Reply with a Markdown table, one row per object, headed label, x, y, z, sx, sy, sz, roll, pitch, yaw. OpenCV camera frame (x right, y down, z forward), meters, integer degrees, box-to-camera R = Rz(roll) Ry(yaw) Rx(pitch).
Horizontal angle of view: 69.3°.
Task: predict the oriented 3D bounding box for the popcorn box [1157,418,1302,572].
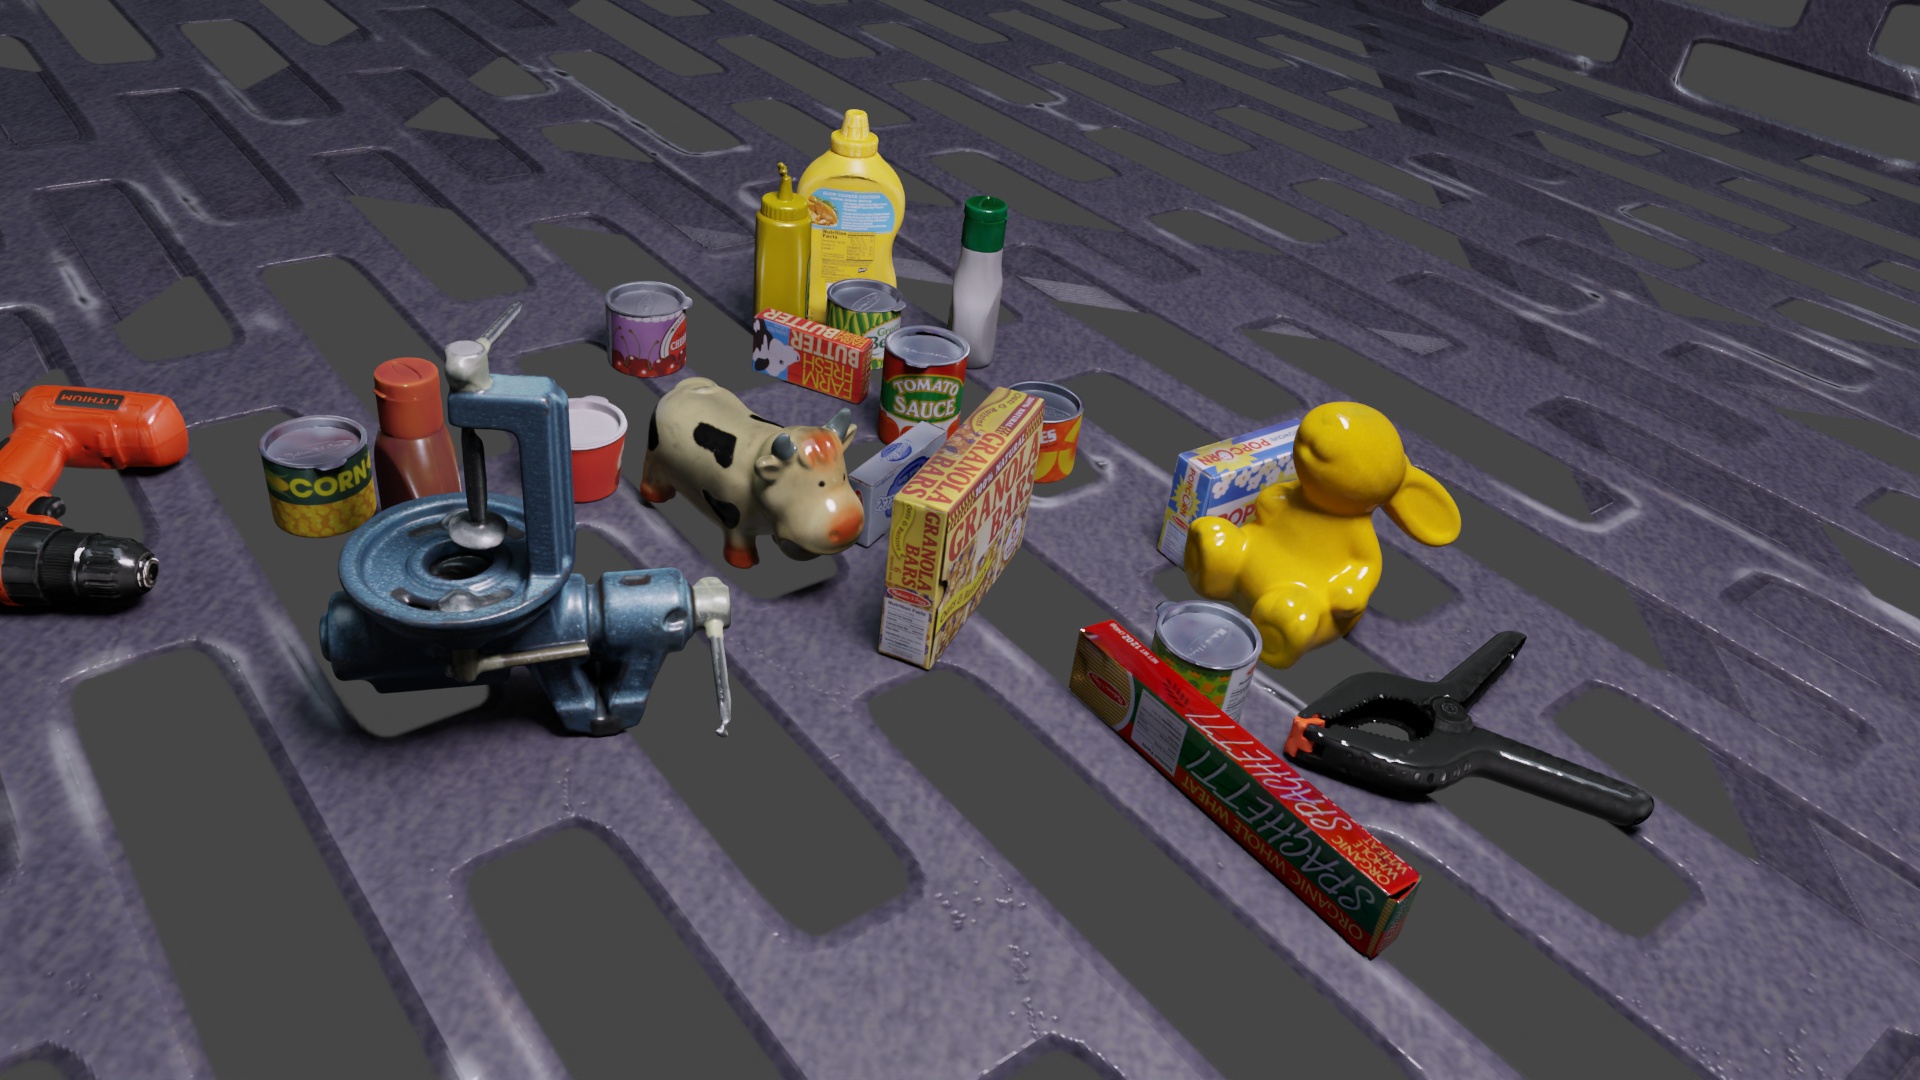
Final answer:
| label | x | y | z | sx | sy | sz | roll | pitch | yaw |
| --- | --- | --- | --- | --- | --- | --- | --- | --- | --- |
| popcorn box | 0.210 | -0.034 | 1.023 | 0.127 | 0.084 | 0.038 | -17 | 42 | -32 |

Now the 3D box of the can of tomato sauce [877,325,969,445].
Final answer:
| label | x | y | z | sx | sy | sz | roll | pitch | yaw |
| --- | --- | --- | --- | --- | --- | --- | --- | --- | --- |
| can of tomato sauce | -0.030 | -0.118 | 1.100 | 0.071 | 0.082 | 0.071 | 5 | 34 | -3 |

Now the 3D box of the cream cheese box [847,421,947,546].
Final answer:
| label | x | y | z | sx | sy | sz | roll | pitch | yaw |
| --- | --- | --- | --- | --- | --- | --- | --- | --- | --- |
| cream cheese box | -0.047 | -0.042 | 1.014 | 0.024 | 0.053 | 0.104 | 23 | 37 | 21 |

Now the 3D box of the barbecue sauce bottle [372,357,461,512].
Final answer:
| label | x | y | z | sx | sy | sz | roll | pitch | yaw |
| --- | --- | --- | --- | --- | --- | --- | --- | --- | --- |
| barbecue sauce bottle | -0.340 | -0.041 | 0.872 | 0.065 | 0.147 | 0.044 | 31 | 40 | 30 |

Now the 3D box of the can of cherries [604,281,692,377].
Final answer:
| label | x | y | z | sx | sy | sz | roll | pitch | yaw |
| --- | --- | --- | --- | --- | --- | --- | --- | --- | --- |
| can of cherries | -0.260 | -0.176 | 1.161 | 0.071 | 0.058 | 0.072 | 5 | 34 | -3 |

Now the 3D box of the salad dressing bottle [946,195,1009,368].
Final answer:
| label | x | y | z | sx | sy | sz | roll | pitch | yaw |
| --- | --- | --- | --- | --- | --- | --- | --- | --- | --- |
| salad dressing bottle | 0.015 | -0.223 | 1.204 | 0.044 | 0.146 | 0.064 | 12 | 35 | 6 |

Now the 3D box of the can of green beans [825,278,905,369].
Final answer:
| label | x | y | z | sx | sy | sz | roll | pitch | yaw |
| --- | --- | --- | --- | --- | --- | --- | --- | --- | --- |
| can of green beans | -0.085 | -0.189 | 1.214 | 0.071 | 0.057 | 0.071 | 5 | 34 | -3 |

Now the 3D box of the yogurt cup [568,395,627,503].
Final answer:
| label | x | y | z | sx | sy | sz | roll | pitch | yaw |
| --- | --- | --- | --- | --- | --- | --- | --- | --- | --- |
| yogurt cup | -0.274 | -0.063 | 0.999 | 0.072 | 0.053 | 0.073 | 5 | 34 | -3 |

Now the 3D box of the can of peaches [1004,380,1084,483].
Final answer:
| label | x | y | z | sx | sy | sz | roll | pitch | yaw |
| --- | --- | --- | --- | --- | --- | --- | --- | --- | --- |
| can of peaches | 0.059 | -0.084 | 1.091 | 0.071 | 0.057 | 0.071 | 5 | 34 | -3 |

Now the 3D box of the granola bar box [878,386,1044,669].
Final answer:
| label | x | y | z | sx | sy | sz | roll | pitch | yaw |
| --- | --- | --- | --- | --- | --- | --- | --- | --- | --- |
| granola bar box | 0.003 | -0.011 | 0.917 | 0.039 | 0.123 | 0.166 | 19 | 36 | 16 |

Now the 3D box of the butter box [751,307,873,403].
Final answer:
| label | x | y | z | sx | sy | sz | roll | pitch | yaw |
| --- | --- | --- | --- | --- | --- | --- | --- | --- | --- |
| butter box | -0.124 | -0.154 | 1.161 | 0.103 | 0.052 | 0.024 | 19 | 36 | 16 |

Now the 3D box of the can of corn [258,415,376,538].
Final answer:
| label | x | y | z | sx | sy | sz | roll | pitch | yaw |
| --- | --- | --- | --- | --- | --- | --- | --- | --- | --- |
| can of corn | -0.430 | -0.042 | 0.934 | 0.071 | 0.058 | 0.071 | 5 | 34 | -3 |

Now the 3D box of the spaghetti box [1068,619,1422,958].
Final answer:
| label | x | y | z | sx | sy | sz | roll | pitch | yaw |
| --- | --- | --- | --- | --- | --- | --- | --- | --- | --- |
| spaghetti box | 0.155 | 0.135 | 0.800 | 0.029 | 0.049 | 0.251 | -18 | 42 | -33 |

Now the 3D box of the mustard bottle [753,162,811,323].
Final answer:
| label | x | y | z | sx | sy | sz | roll | pitch | yaw |
| --- | --- | --- | --- | --- | --- | --- | --- | --- | --- |
| mustard bottle | -0.152 | -0.245 | 1.193 | 0.049 | 0.159 | 0.065 | 1 | 35 | -9 |

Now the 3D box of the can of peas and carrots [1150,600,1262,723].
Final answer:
| label | x | y | z | sx | sy | sz | roll | pitch | yaw |
| --- | --- | --- | --- | --- | --- | --- | --- | --- | --- |
| can of peas and carrots | 0.148 | 0.079 | 0.871 | 0.071 | 0.058 | 0.071 | 5 | 34 | -3 |
